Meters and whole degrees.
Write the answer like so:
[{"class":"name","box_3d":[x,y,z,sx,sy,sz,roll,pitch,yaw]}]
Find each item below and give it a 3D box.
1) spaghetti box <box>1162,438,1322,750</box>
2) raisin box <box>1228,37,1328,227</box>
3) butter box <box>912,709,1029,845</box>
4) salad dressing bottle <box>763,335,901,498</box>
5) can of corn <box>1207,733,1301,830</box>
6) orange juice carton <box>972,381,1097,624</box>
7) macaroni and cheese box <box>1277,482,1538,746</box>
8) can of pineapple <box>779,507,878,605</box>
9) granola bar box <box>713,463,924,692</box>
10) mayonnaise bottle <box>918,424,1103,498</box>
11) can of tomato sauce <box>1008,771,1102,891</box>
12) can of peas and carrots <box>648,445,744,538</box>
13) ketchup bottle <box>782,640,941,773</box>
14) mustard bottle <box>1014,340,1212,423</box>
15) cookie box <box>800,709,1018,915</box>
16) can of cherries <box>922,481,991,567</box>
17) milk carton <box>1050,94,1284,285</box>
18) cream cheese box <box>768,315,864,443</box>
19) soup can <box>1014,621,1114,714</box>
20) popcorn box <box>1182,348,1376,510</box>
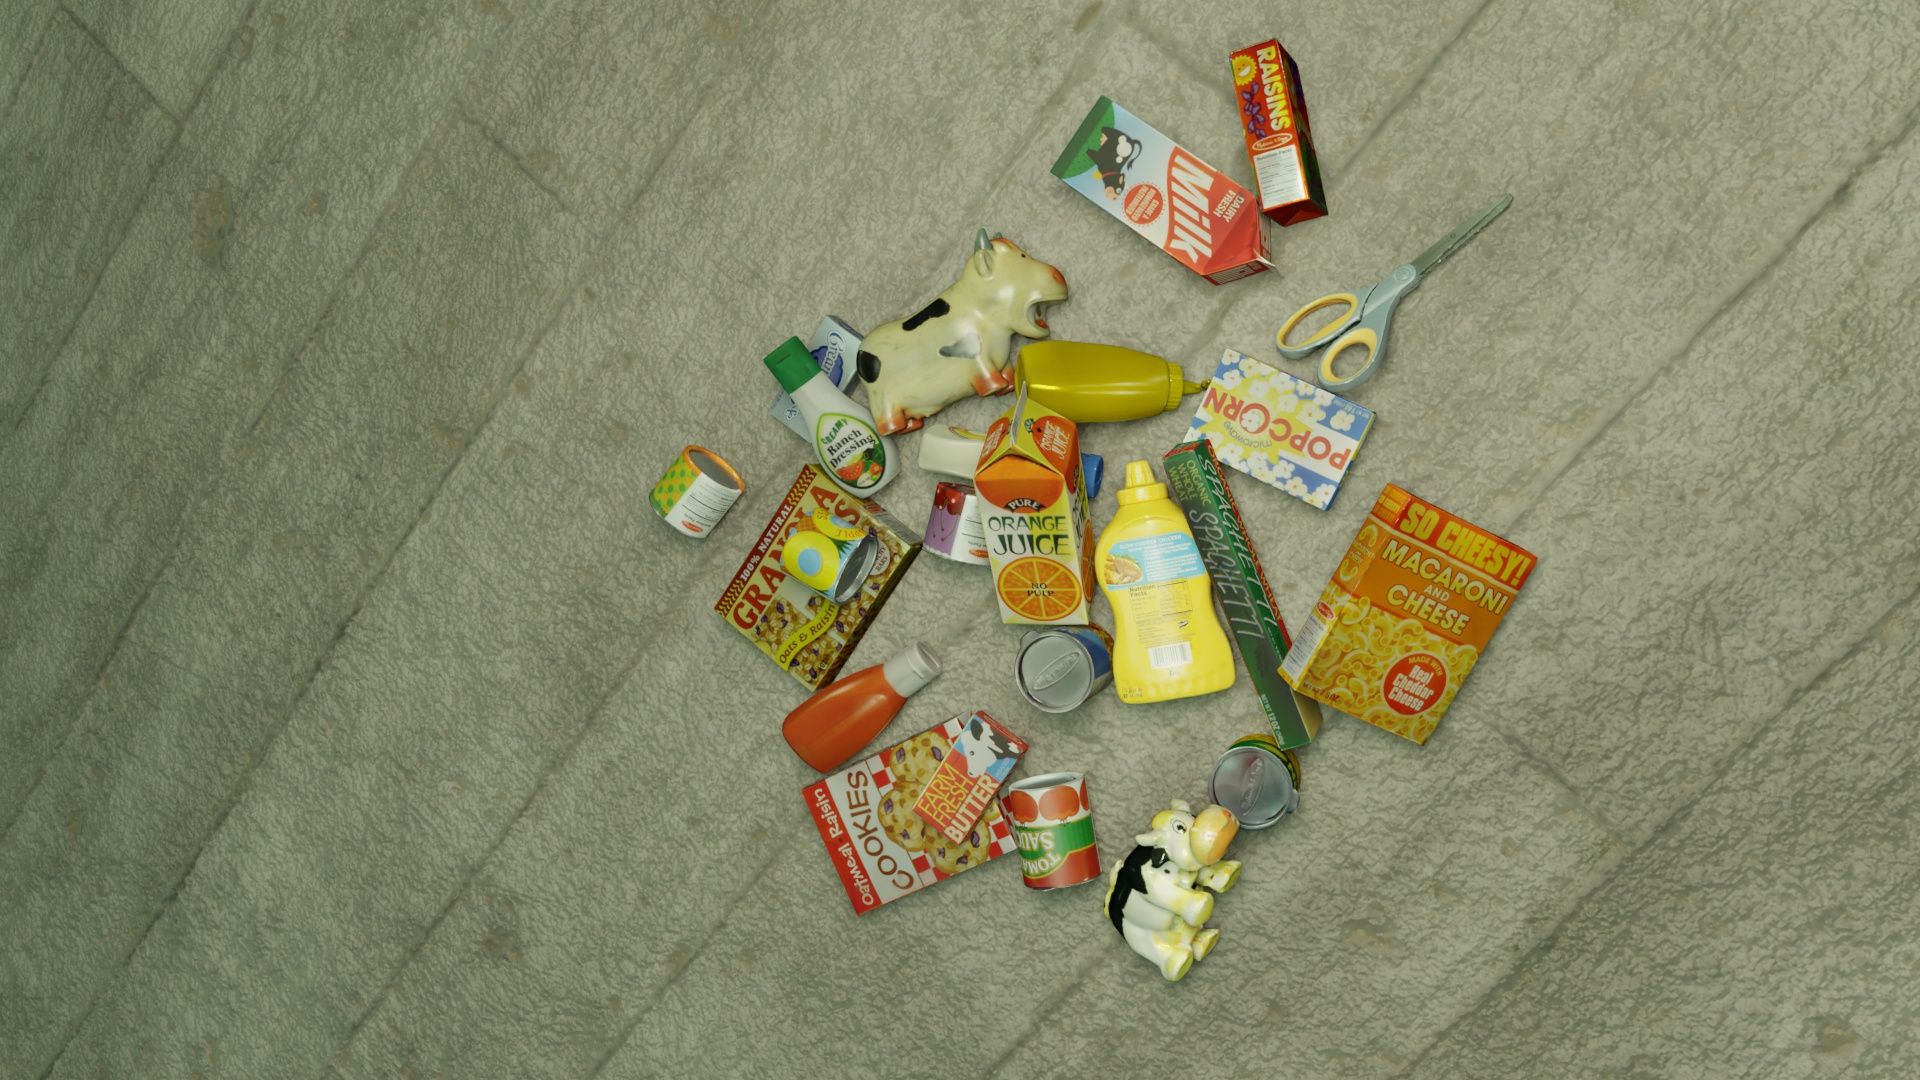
[{"class":"spaghetti box","box_3d":[0.220,0.040,1.082,0.028,0.050,0.249,-20,95,28]},{"class":"raisin box","box_3d":[0.242,-0.307,1.055,0.040,0.086,0.123,-11,90,25]},{"class":"butter box","box_3d":[0.008,0.199,1.163,0.053,0.024,0.103,35,102,14]},{"class":"salad dressing bottle","box_3d":[-0.112,-0.107,1.196,0.064,0.044,0.147,-35,100,12]},{"class":"can of corn","box_3d":[0.237,0.191,1.102,0.071,0.058,0.071,1,94,20]},{"class":"orange juice carton","box_3d":[0.059,-0.027,1.094,0.073,0.072,0.191,-1,128,15]},{"class":"macaroni and cheese box","box_3d":[0.333,0.056,1.039,0.124,0.040,0.166,24,102,-16]},{"class":"can of pineapple","box_3d":[-0.110,0.011,1.171,0.058,0.071,0.071,29,103,16]},{"class":"granola bar box","box_3d":[-0.127,0.033,1.236,0.124,0.039,0.165,38,105,14]},{"class":"mayonnaise bottle","box_3d":[0.043,-0.066,1.157,0.148,0.065,0.041,11,102,15]},{"class":"can of tomato sauce","box_3d":[0.077,0.241,1.158,0.071,0.071,0.083,-10,90,20]},{"class":"can of peas and carrots","box_3d":[-0.239,-0.046,1.259,0.071,0.071,0.058,44,106,12]},{"class":"ketchup bottle","box_3d":[-0.084,0.143,1.221,0.148,0.044,0.064,-37,109,17]},{"class":"mustard bottle","box_3d":[0.125,-0.124,1.110,0.160,0.048,0.065,2,50,-10]},{"class":"cookie box","box_3d":[-0.042,0.239,1.216,0.167,0.040,0.123,-27,85,19]},{"class":"can of cherries","box_3d":[0.004,-0.015,1.172,0.071,0.071,0.058,15,99,19]},{"class":"milk carton","box_3d":[0.173,-0.263,1.091,0.191,0.072,0.073,38,105,14]},{"class":"cream cheese box","box_3d":[-0.121,-0.142,1.231,0.053,0.024,0.103,36,105,13]},{"class":"soup can","box_3d":[0.087,0.099,1.138,0.071,0.084,0.071,1,94,20]},{"class":"popcorn box","box_3d":[0.250,-0.088,1.091,0.127,0.038,0.085,27,103,16]}]
